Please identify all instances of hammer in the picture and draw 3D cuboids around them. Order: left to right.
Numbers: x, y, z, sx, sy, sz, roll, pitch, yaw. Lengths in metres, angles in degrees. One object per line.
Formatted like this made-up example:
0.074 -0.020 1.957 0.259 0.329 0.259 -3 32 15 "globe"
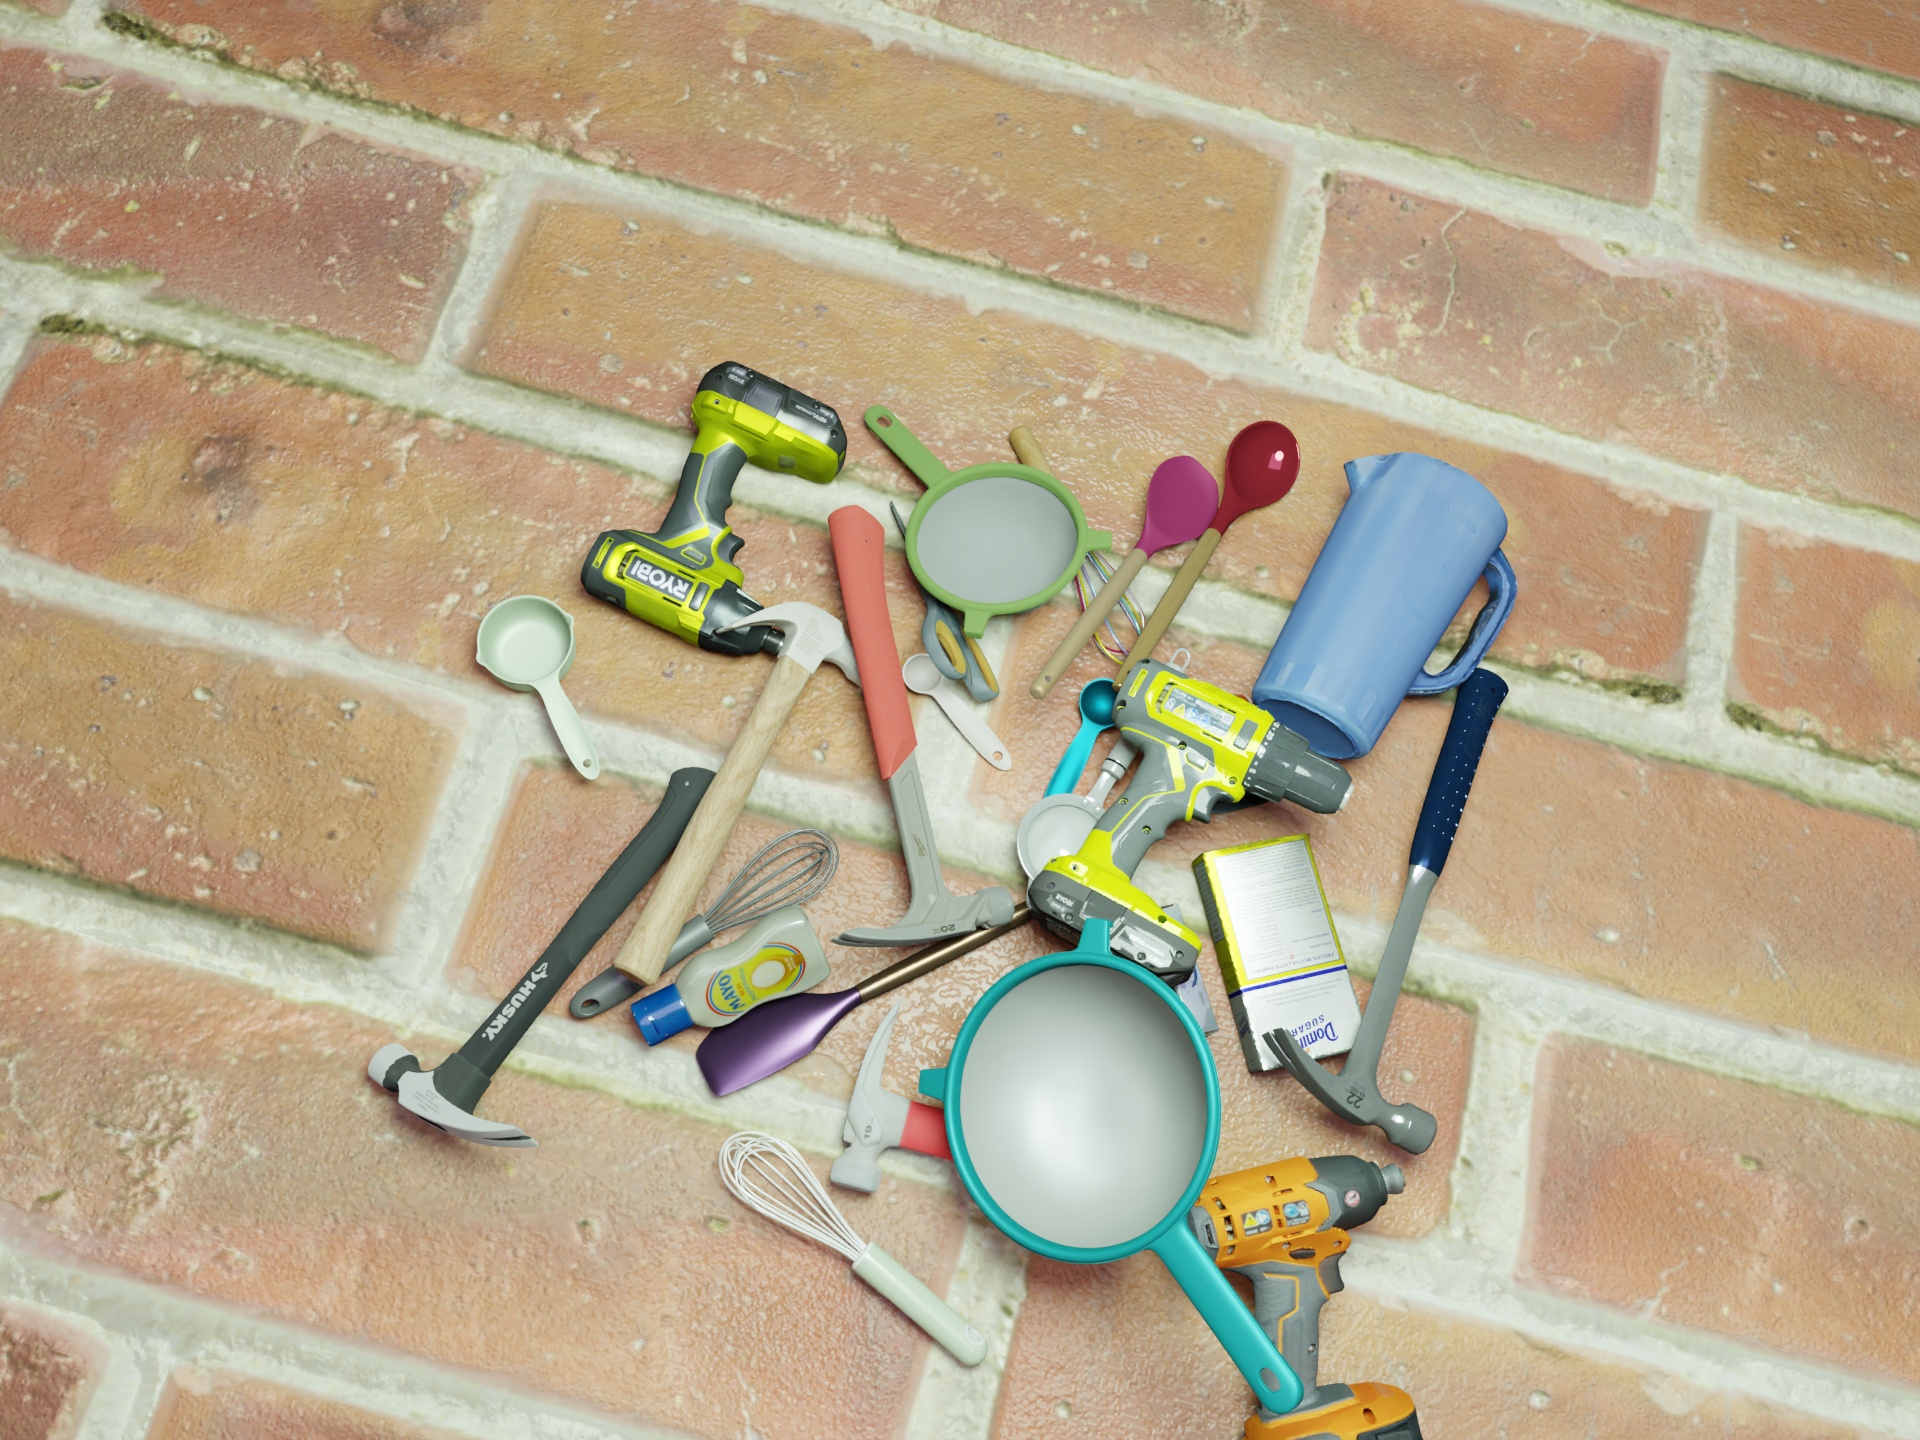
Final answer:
-0.288 0.168 1.207 0.146 0.035 0.335 24 65 29 "hammer"
-0.179 0.050 1.231 0.130 0.031 0.331 36 64 -22 "hammer"
-0.064 -0.001 1.254 0.149 0.036 0.359 -4 72 -30 "hammer"
0.106 0.330 1.205 0.386 0.038 0.143 15 70 0 "hammer"
0.362 0.127 1.267 0.144 0.035 0.406 29 64 -7 "hammer"

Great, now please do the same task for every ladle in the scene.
0.205 -0.140 1.347 0.069 0.031 0.315 41 61 -12 "ladle"

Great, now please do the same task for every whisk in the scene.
-0.199 0.158 1.231 0.239 0.055 0.055 -33 78 -10 "whisk"
-0.079 0.389 1.169 0.246 0.058 0.059 39 107 5 "whisk"
0.098 -0.150 1.361 0.047 0.051 0.245 -24 72 -6 "whisk"

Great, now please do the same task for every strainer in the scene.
0.000 -0.173 1.355 0.151 0.069 0.257 -35 63 -14 "strainer"
0.120 0.047 1.287 0.087 0.050 0.258 33 76 -1 "strainer"
0.135 0.319 1.109 0.211 0.095 0.341 -45 63 14 "strainer"

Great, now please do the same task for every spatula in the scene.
-0.057 0.201 1.243 0.316 0.018 0.060 -24 63 -12 "spatula"

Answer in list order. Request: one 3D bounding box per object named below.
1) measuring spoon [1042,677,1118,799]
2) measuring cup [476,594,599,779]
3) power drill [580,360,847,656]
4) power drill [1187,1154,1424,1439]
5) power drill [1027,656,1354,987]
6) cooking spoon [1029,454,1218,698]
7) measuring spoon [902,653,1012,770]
0.099 0.025 1.319 0.042 0.021 0.128 27 81 5 "measuring spoon"
-0.329 -0.022 1.283 0.083 0.038 0.168 -26 78 -13 "measuring cup"
-0.189 -0.170 1.325 0.171 0.080 0.223 25 75 -1 "power drill"
0.259 0.427 1.138 0.164 0.084 0.226 -14 85 -3 "power drill"
0.173 0.084 1.210 0.190 0.080 0.228 27 75 14 "power drill"
0.137 -0.122 1.319 0.068 0.017 0.319 44 53 -8 "cooking spoon"
-0.002 -0.004 1.320 0.034 0.018 0.124 -41 87 -16 "measuring spoon"
